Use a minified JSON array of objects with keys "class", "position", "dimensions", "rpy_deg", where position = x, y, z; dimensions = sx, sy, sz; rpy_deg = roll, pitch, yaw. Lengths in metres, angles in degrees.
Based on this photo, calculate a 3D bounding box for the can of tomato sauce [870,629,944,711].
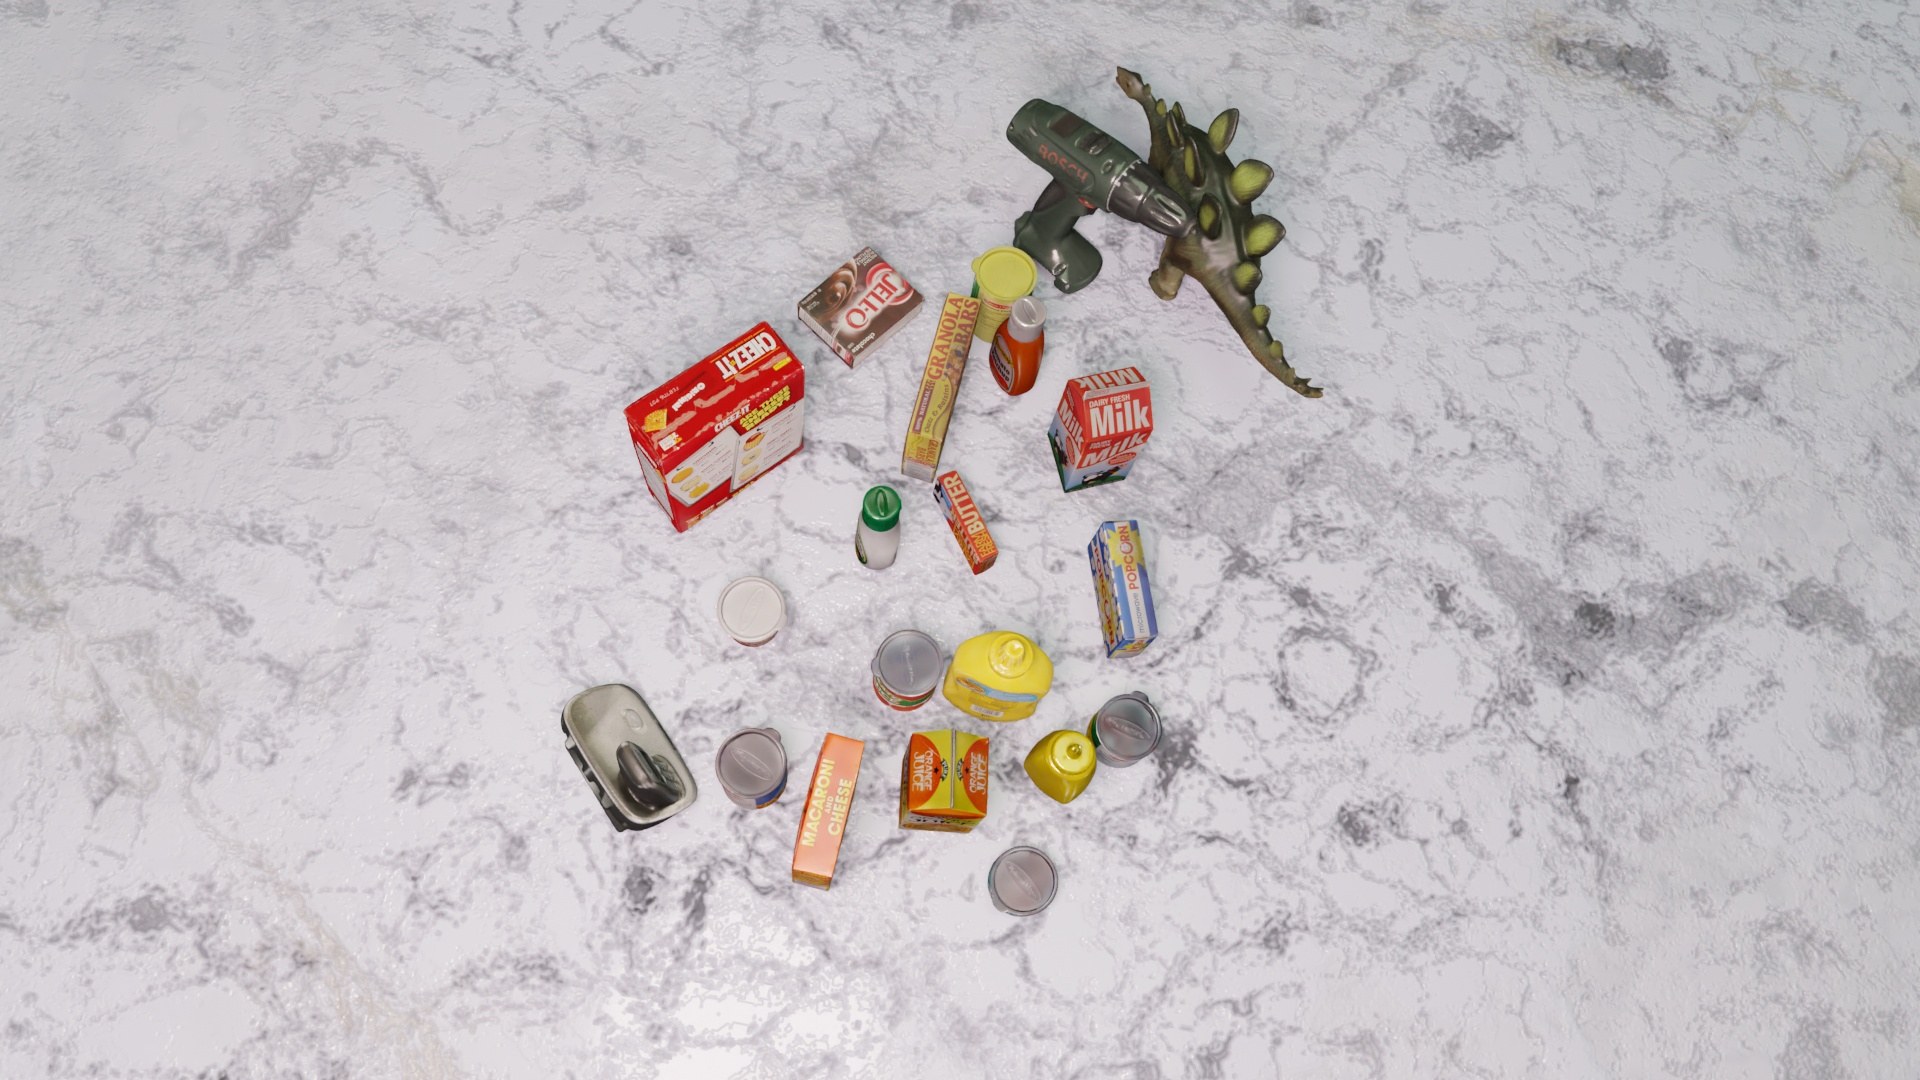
[{"class":"can of tomato sauce","position":[-0.055,0.131,1.379],"dimensions":[0.071,0.082,0.071],"rpy_deg":[2,72,-5]}]

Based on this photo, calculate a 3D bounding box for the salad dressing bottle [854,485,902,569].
[{"class":"salad dressing bottle","position":[-0.082,-0.014,1.391],"dimensions":[0.044,0.147,0.064],"rpy_deg":[-5,72,-8]}]

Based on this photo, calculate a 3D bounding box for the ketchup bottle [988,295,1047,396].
[{"class":"ketchup bottle","position":[0.063,-0.210,1.473],"dimensions":[0.043,0.148,0.065],"rpy_deg":[-24,76,-13]}]

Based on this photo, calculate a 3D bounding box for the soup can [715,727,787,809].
[{"class":"soup can","position":[-0.197,0.218,1.334],"dimensions":[0.071,0.083,0.071],"rpy_deg":[2,72,-5]}]

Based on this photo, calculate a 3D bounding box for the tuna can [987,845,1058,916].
[{"class":"tuna can","position":[0.058,0.333,1.349],"dimensions":[0.071,0.032,0.071],"rpy_deg":[2,71,-6]}]

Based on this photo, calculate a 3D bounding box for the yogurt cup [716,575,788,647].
[{"class":"yogurt cup","position":[-0.209,0.075,1.397],"dimensions":[0.072,0.053,0.072],"rpy_deg":[2,71,-6]}]

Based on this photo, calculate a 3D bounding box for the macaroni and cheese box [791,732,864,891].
[{"class":"macaroni and cheese box","position":[-0.124,0.254,1.286],"dimensions":[0.040,0.166,0.124],"rpy_deg":[14,71,-1]}]

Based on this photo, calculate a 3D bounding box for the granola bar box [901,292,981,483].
[{"class":"granola bar box","position":[-0.022,-0.159,1.459],"dimensions":[0.039,0.123,0.166],"rpy_deg":[15,71,-1]}]

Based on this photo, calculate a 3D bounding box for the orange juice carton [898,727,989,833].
[{"class":"orange juice carton","position":[-0.016,0.225,1.293],"dimensions":[0.073,0.192,0.072],"rpy_deg":[4,71,-5]}]

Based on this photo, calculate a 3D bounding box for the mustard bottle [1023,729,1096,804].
[{"class":"mustard bottle","position":[0.101,0.212,1.328],"dimensions":[0.065,0.159,0.049],"rpy_deg":[43,73,8]}]

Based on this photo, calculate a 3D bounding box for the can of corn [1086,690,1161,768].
[{"class":"can of corn","position":[0.164,0.190,1.396],"dimensions":[0.071,0.058,0.071],"rpy_deg":[2,71,-6]}]

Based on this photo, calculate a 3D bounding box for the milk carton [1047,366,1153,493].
[{"class":"milk carton","position":[0.145,-0.119,1.429],"dimensions":[0.072,0.190,0.073],"rpy_deg":[-12,74,-10]}]

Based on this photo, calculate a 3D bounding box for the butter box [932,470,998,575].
[{"class":"butter box","position":[0.005,-0.018,1.452],"dimensions":[0.024,0.053,0.103],"rpy_deg":[-24,76,-13]}]

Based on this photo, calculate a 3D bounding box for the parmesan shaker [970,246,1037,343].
[{"class":"parmesan shaker","position":[0.041,-0.267,1.514],"dimensions":[0.071,0.102,0.071],"rpy_deg":[2,72,-5]}]

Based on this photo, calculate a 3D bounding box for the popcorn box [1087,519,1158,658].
[{"class":"popcorn box","position":[0.166,0.051,1.429],"dimensions":[0.038,0.085,0.127],"rpy_deg":[-6,72,-8]}]
